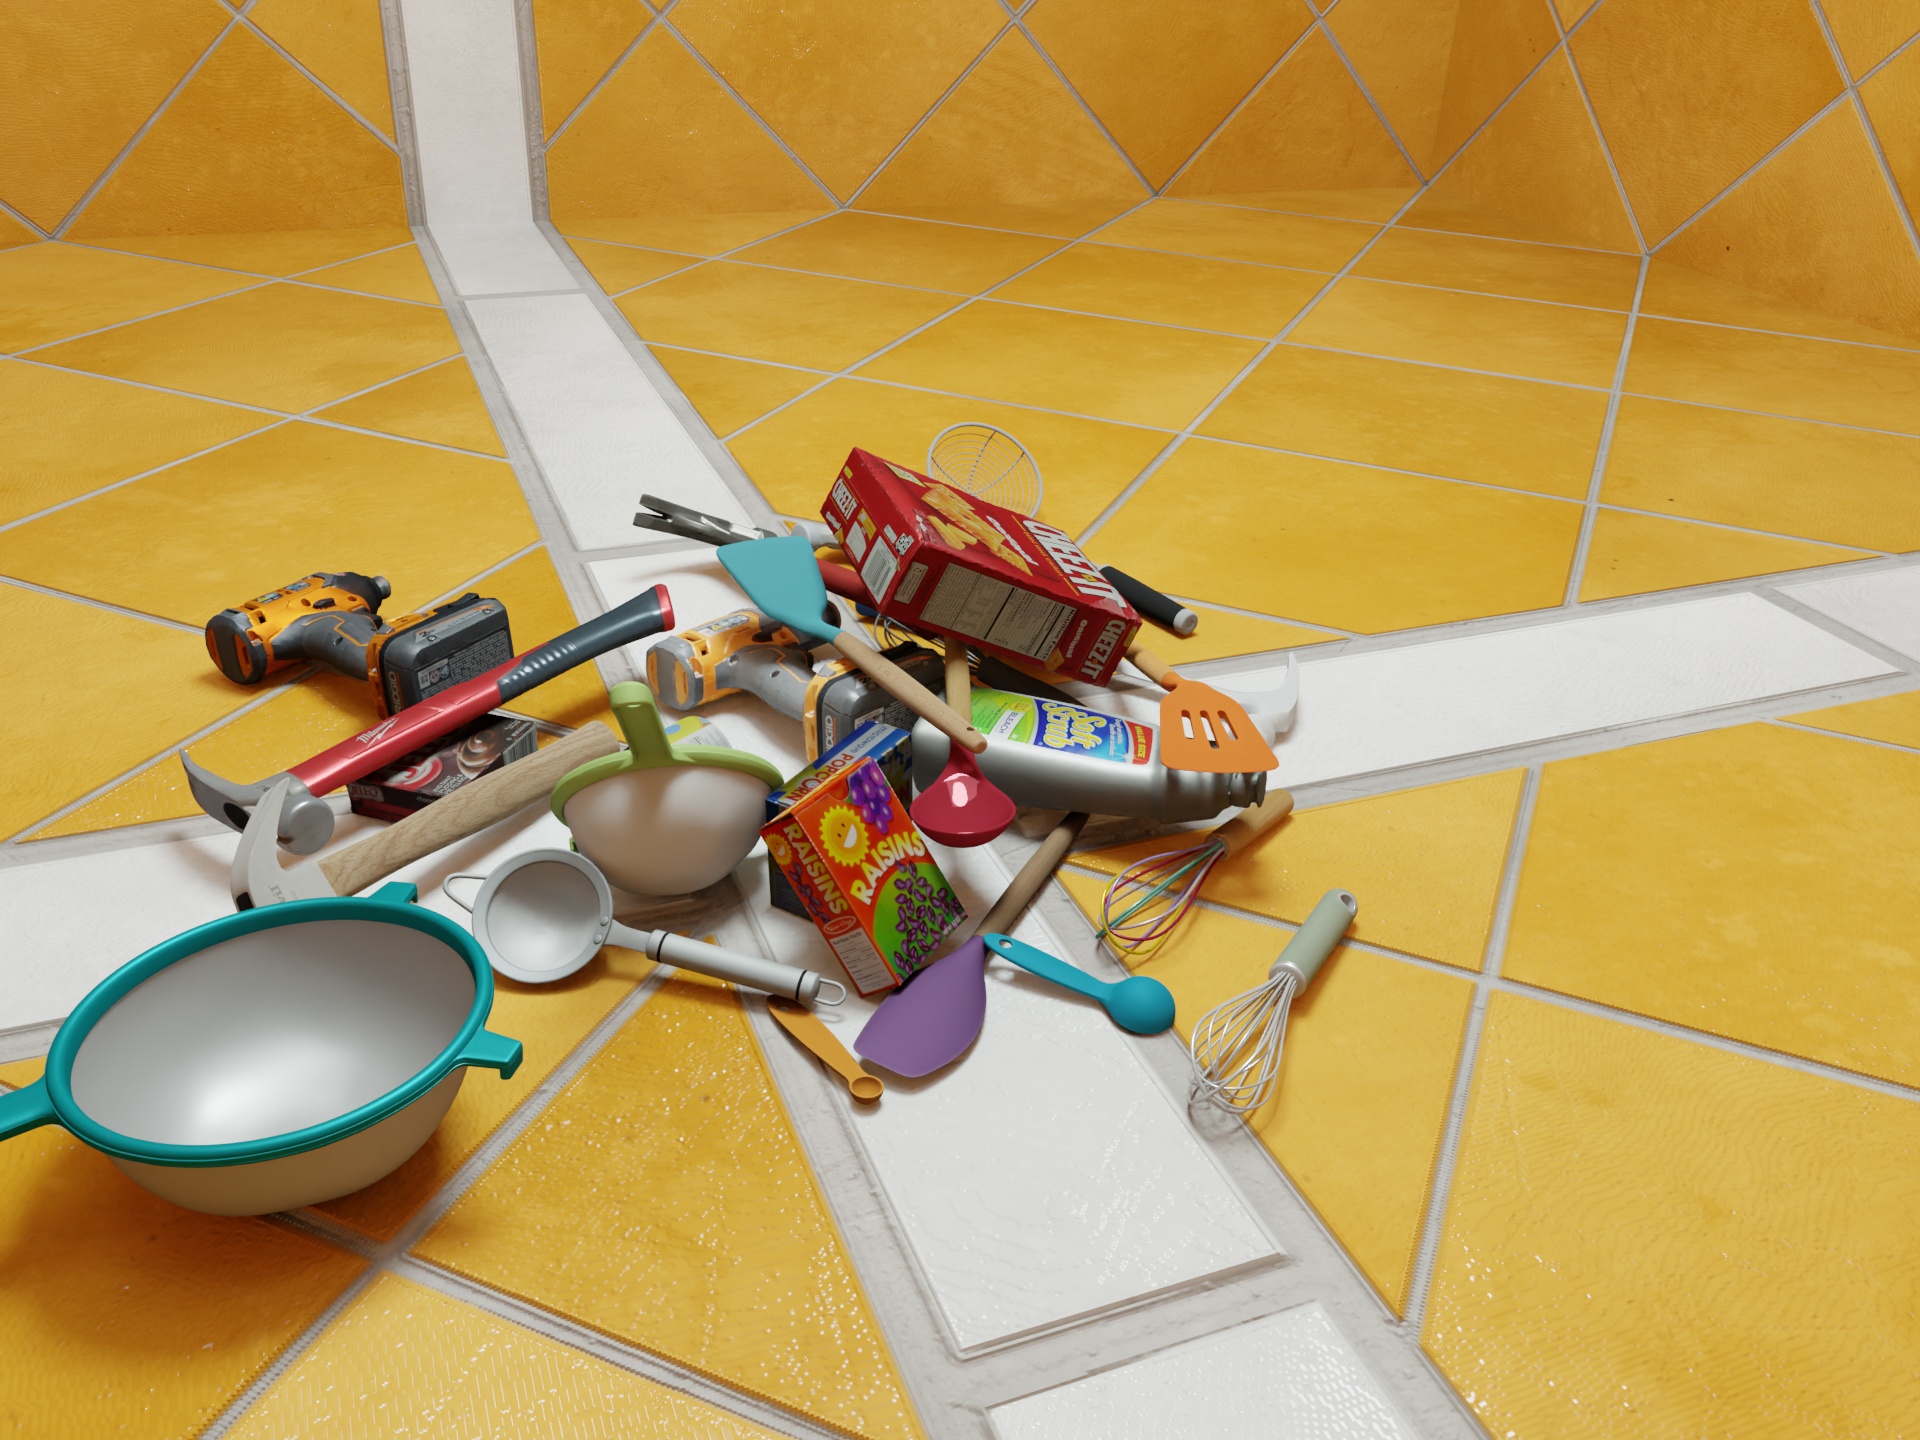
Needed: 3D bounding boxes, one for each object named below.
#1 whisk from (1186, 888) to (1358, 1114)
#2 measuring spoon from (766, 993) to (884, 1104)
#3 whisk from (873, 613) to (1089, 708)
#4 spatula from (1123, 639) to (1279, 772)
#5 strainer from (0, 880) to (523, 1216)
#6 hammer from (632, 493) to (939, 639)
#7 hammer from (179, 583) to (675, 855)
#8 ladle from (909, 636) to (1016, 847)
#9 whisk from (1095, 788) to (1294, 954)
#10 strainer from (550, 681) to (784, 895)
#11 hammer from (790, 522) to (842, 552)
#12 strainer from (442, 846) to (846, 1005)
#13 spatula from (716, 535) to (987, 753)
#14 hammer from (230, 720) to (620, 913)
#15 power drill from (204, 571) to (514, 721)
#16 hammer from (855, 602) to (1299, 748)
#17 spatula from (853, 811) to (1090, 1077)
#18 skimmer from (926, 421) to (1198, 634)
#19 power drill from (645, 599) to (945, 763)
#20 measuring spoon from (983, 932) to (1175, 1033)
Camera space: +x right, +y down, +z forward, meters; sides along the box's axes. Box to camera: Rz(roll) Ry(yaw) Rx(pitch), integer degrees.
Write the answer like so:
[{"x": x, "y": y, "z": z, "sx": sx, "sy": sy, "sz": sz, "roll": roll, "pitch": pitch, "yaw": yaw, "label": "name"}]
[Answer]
[{"x": 0.196, "y": 0.162, "z": 0.967, "sx": 0.058, "sy": 0.059, "sz": 0.246, "roll": 49, "pitch": 37, "yaw": 5, "label": "whisk"}, {"x": -0.081, "y": 0.191, "z": 0.926, "sx": 0.021, "sy": 0.011, "sz": 0.117, "roll": -14, "pitch": 29, "yaw": -34, "label": "measuring spoon"}, {"x": 0.020, "y": -0.040, "z": 1.316, "sx": 0.239, "sy": 0.055, "sz": 0.055, "roll": 29, "pitch": 38, "yaw": 32, "label": "whisk"}, {"x": 0.149, "y": -0.025, "z": 1.186, "sx": 0.081, "sy": 0.041, "sz": 0.323, "roll": 1, "pitch": 14, "yaw": -9, "label": "spatula"}, {"x": -0.398, "y": 0.203, "z": 0.792, "sx": 0.340, "sy": 0.095, "sz": 0.211, "roll": -18, "pitch": 32, "yaw": -29, "label": "strainer"}, {"x": -0.138, "y": -0.133, "z": 1.374, "sx": 0.149, "sy": 0.036, "sz": 0.359, "roll": 12, "pitch": 8, "yaw": -42, "label": "hammer"}, {"x": -0.367, "y": -0.021, "z": 1.170, "sx": 0.143, "sy": 0.038, "sz": 0.386, "roll": 18, "pitch": 35, "yaw": 32, "label": "hammer"}, {"x": -0.002, "y": -0.004, "z": 1.125, "sx": 0.069, "sy": 0.031, "sz": 0.316, "roll": 0, "pitch": 33, "yaw": -2, "label": "ladle"}, {"x": 0.165, "y": 0.099, "z": 1.087, "sx": 0.047, "sy": 0.051, "sz": 0.245, "roll": 42, "pitch": 39, "yaw": 20, "label": "whisk"}, {"x": -0.184, "y": 0.054, "z": 0.978, "sx": 0.151, "sy": 0.256, "sz": 0.069, "roll": -6, "pitch": 68, "yaw": -5, "label": "strainer"}, {"x": -0.002, "y": -0.142, "z": 1.455, "sx": 0.331, "sy": 0.033, "sz": 0.128, "roll": 20, "pitch": 22, "yaw": 40, "label": "hammer"}, {"x": -0.192, "y": 0.138, "z": 0.974, "sx": 0.258, "sy": 0.050, "sz": 0.087, "roll": 13, "pitch": 67, "yaw": 11, "label": "strainer"}, {"x": -0.074, "y": -0.058, "z": 1.159, "sx": 0.082, "sy": 0.044, "sz": 0.318, "roll": -12, "pitch": 32, "yaw": -33, "label": "spatula"}, {"x": -0.340, "y": 0.063, "z": 1.059, "sx": 0.031, "sy": 0.130, "sz": 0.331, "roll": -27, "pitch": 5, "yaw": 31, "label": "hammer"}, {"x": -0.472, "y": -0.069, "z": 1.291, "sx": 0.226, "sy": 0.084, "sz": 0.164, "roll": 13, "pitch": 30, "yaw": 26, "label": "power drill"}, {"x": 0.094, "y": -0.060, "z": 1.364, "sx": 0.406, "sy": 0.035, "sz": 0.144, "roll": 17, "pitch": 33, "yaw": 25, "label": "hammer"}, {"x": 0.025, "y": 0.132, "z": 1.027, "sx": 0.060, "sy": 0.018, "sz": 0.316, "roll": 21, "pitch": 32, "yaw": 16, "label": "spatula"}, {"x": 0.100, "y": -0.190, "z": 1.537, "sx": 0.127, "sy": 0.090, "sz": 0.364, "roll": -21, "pitch": 38, "yaw": -29, "label": "skimmer"}, {"x": -0.112, "y": -0.039, "z": 1.270, "sx": 0.226, "sy": 0.084, "sz": 0.185, "roll": 20, "pitch": 32, "yaw": 37, "label": "power drill"}, {"x": 0.073, "y": 0.152, "z": 0.975, "sx": 0.129, "sy": 0.021, "sz": 0.042, "roll": 22, "pitch": 34, "yaw": 16, "label": "measuring spoon"}]
